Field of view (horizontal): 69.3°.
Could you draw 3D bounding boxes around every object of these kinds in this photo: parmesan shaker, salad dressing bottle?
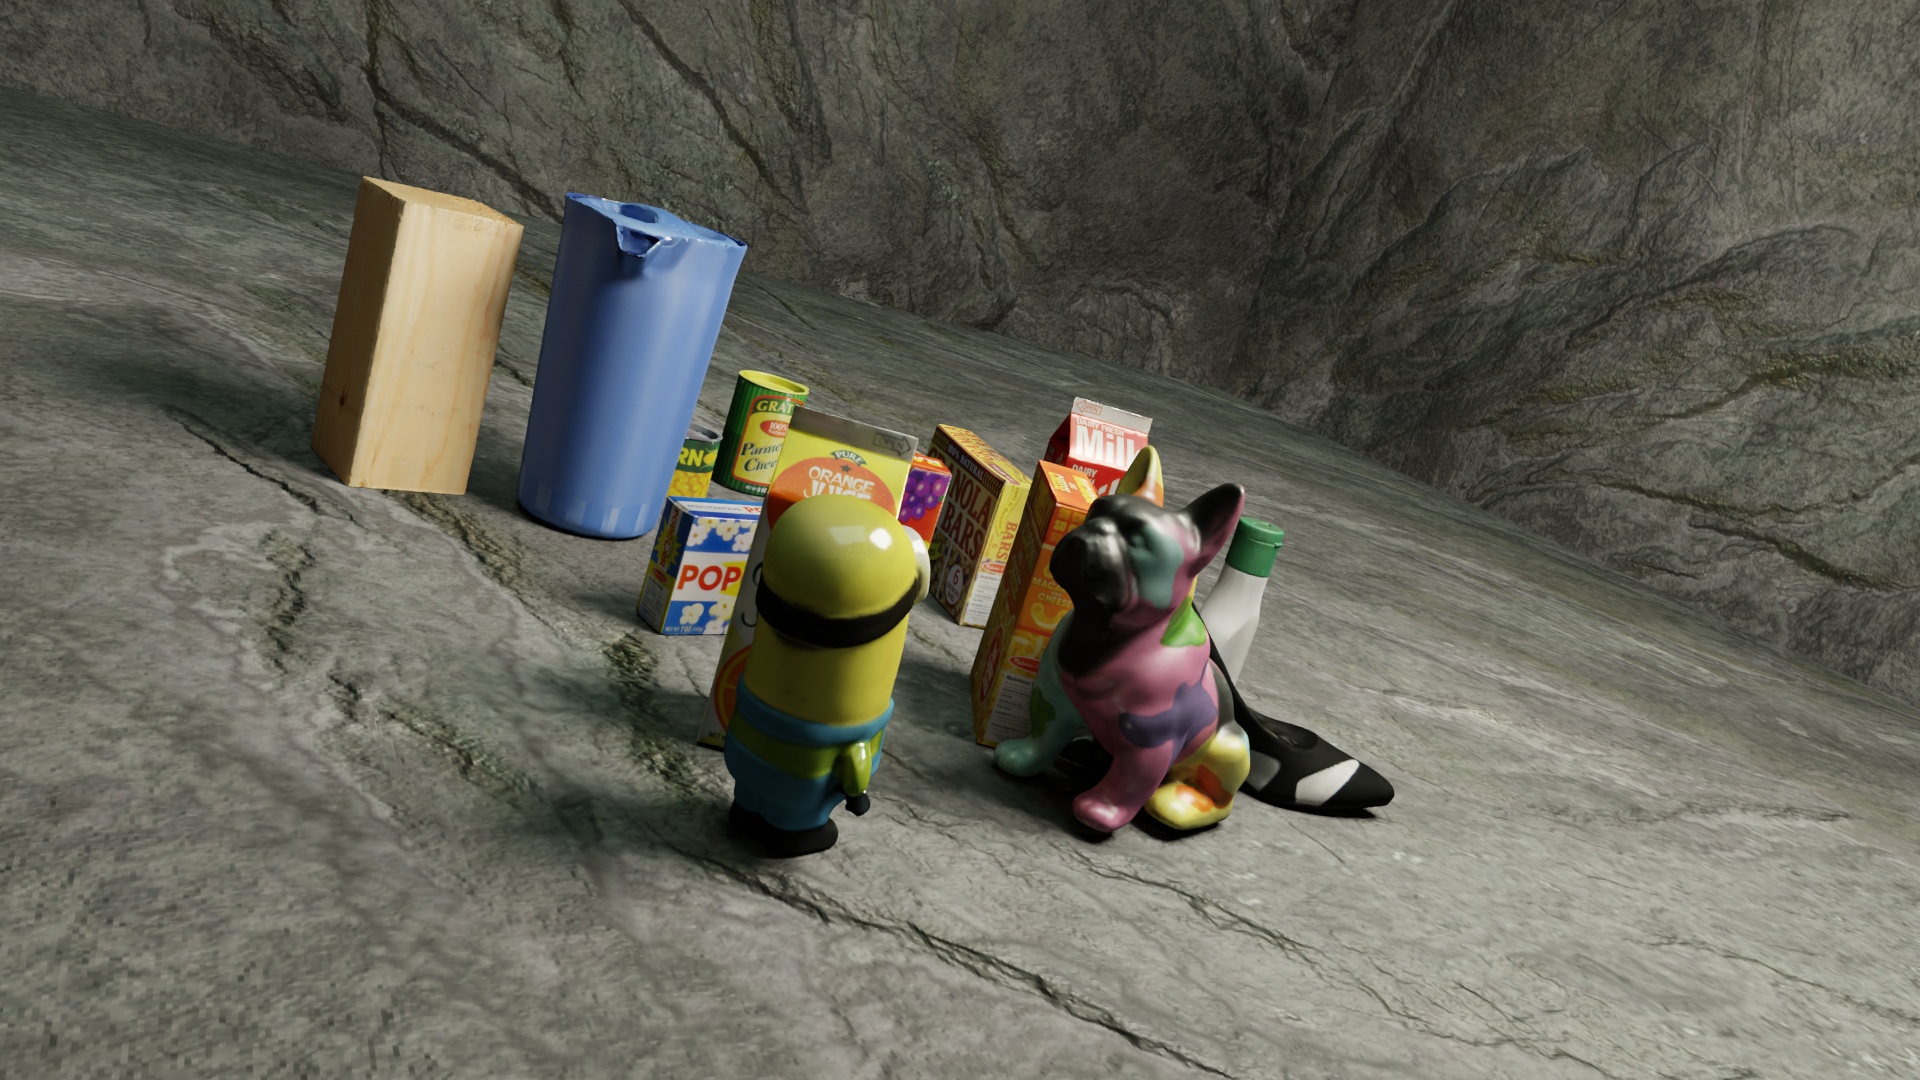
[{"bbox_3d":[-0.185,-0.099,1.292,0.071,0.102,0.071,17,14,-4],"label":"parmesan shaker"},{"bbox_3d":[0.215,0.055,1.102,0.044,0.147,0.064,27,16,33],"label":"salad dressing bottle"}]

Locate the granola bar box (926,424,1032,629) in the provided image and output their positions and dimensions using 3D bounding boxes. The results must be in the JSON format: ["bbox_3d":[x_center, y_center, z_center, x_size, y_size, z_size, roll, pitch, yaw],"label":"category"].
[{"bbox_3d":[0.004,-0.015,1.160,0.039,0.124,0.166,11,15,-25],"label":"granola bar box"}]

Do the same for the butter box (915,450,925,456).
[{"bbox_3d":[-0.040,-0.056,1.406,0.024,0.053,0.104,5,19,-41],"label":"butter box"}]

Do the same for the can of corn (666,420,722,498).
[{"bbox_3d":[-0.247,-0.071,1.203,0.071,0.058,0.071,17,14,-4],"label":"can of corn"}]

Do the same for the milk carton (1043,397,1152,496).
[{"bbox_3d":[0.099,-0.021,1.162,0.072,0.190,0.073,14,14,-13],"label":"milk carton"}]

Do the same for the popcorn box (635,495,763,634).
[{"bbox_3d":[-0.147,0.018,0.937,0.127,0.085,0.038,3,20,-45],"label":"popcorn box"}]

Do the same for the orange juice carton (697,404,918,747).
[{"bbox_3d":[-0.084,0.024,0.774,0.072,0.192,0.073,16,14,-6],"label":"orange juice carton"}]

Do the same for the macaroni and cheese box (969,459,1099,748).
[{"bbox_3d":[0.050,0.041,0.921,0.040,0.166,0.124,16,14,-6],"label":"macaroni and cheese box"}]

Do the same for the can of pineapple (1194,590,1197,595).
[{"bbox_3d":[0.163,0.058,1.210,0.071,0.057,0.071,17,14,-4],"label":"can of pineapple"}]

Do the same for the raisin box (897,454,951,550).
[{"bbox_3d":[-0.067,-0.009,1.055,0.086,0.123,0.040,13,15,-19],"label":"raisin box"}]
